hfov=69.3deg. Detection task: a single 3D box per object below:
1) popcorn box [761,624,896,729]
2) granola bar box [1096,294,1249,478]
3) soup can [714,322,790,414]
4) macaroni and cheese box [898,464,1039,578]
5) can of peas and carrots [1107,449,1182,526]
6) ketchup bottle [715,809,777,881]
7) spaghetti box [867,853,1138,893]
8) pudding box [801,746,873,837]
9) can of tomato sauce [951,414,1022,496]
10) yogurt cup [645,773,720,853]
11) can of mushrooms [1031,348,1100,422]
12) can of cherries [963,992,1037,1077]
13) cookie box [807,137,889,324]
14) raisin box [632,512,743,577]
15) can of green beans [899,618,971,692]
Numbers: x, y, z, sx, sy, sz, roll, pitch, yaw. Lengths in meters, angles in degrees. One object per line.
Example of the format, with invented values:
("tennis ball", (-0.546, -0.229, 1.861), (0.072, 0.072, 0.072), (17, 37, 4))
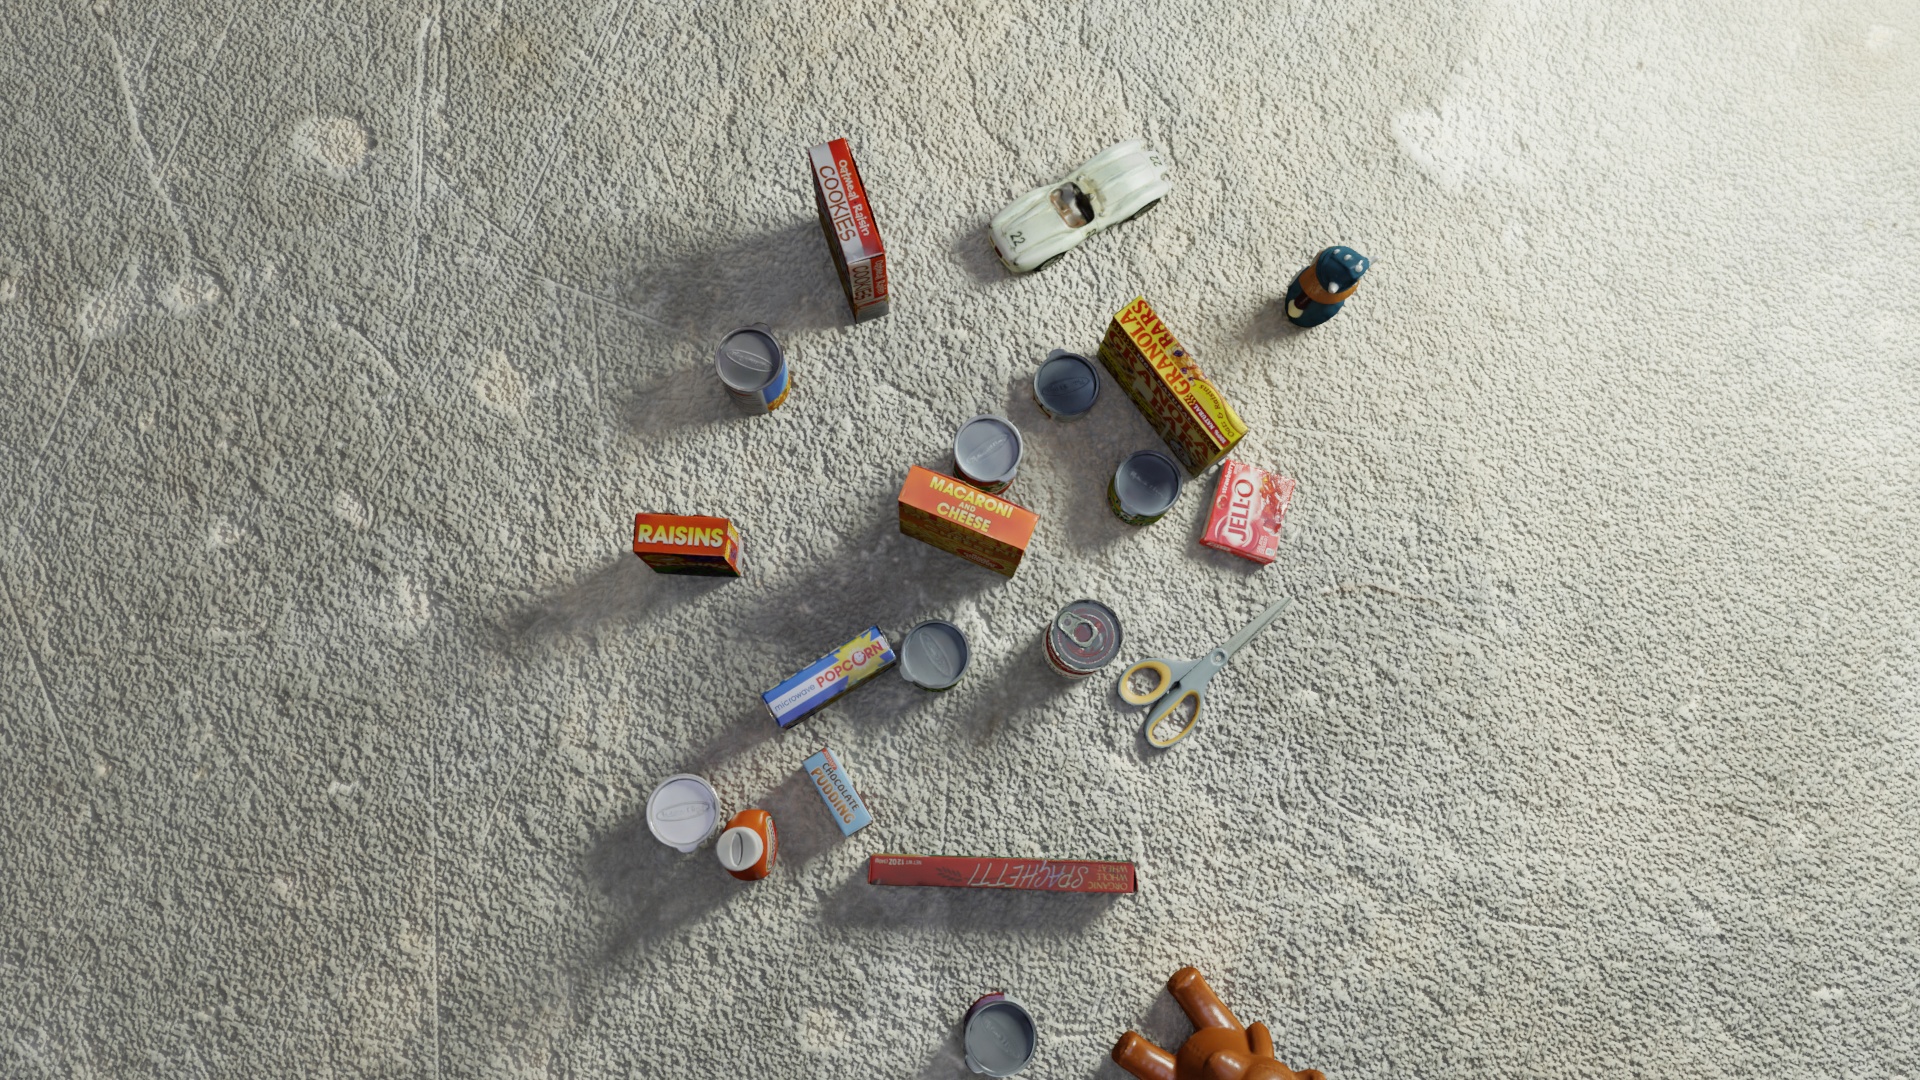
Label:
("popcorn box", (-0.123, 0.131, 1.311), (0.127, 0.085, 0.038), (-31, 82, -7))
("granola bar box", (0.203, -0.146, 1.356), (0.039, 0.124, 0.165), (-36, 83, -8))
("soup can", (-0.202, -0.169, 1.366), (0.071, 0.083, 0.071), (0, 80, -2))
("macaroni and cheese box", (0.005, -0.016, 1.302), (0.124, 0.166, 0.040), (22, 80, 2))
("can of peas and carrots", (0.179, -0.049, 1.369), (0.071, 0.058, 0.071), (0, 79, -2))
("ketchup bottle", (-0.193, 0.275, 1.249), (0.043, 0.148, 0.065), (-1, 80, -2))
("spaghetti box", (0.039, 0.311, 1.300), (0.250, 0.050, 0.029), (2, 80, -2))
("pudding box", (-0.115, 0.237, 1.309), (0.030, 0.049, 0.084), (-31, 82, -7))
("can of tomato sauce", (0.026, -0.079, 1.358), (0.071, 0.083, 0.071), (0, 80, -2))
("yogurt cup", (-0.256, 0.253, 1.299), (0.072, 0.054, 0.072), (0, 79, -2))
("can of mushrooms", (0.105, -0.156, 1.400), (0.071, 0.033, 0.071), (0, 79, -2))
("can of cherries", (0.033, 0.452, 1.269), (0.071, 0.058, 0.071), (0, 79, -2))
("cookie box", (-0.106, -0.298, 1.352), (0.040, 0.167, 0.123), (-18, 81, -5))
("raisin box", (-0.254, 0.005, 1.311), (0.086, 0.123, 0.040), (4, 80, -1))
("can of green beans", (-0.024, 0.111, 1.332), (0.071, 0.057, 0.071), (0, 79, -2))
